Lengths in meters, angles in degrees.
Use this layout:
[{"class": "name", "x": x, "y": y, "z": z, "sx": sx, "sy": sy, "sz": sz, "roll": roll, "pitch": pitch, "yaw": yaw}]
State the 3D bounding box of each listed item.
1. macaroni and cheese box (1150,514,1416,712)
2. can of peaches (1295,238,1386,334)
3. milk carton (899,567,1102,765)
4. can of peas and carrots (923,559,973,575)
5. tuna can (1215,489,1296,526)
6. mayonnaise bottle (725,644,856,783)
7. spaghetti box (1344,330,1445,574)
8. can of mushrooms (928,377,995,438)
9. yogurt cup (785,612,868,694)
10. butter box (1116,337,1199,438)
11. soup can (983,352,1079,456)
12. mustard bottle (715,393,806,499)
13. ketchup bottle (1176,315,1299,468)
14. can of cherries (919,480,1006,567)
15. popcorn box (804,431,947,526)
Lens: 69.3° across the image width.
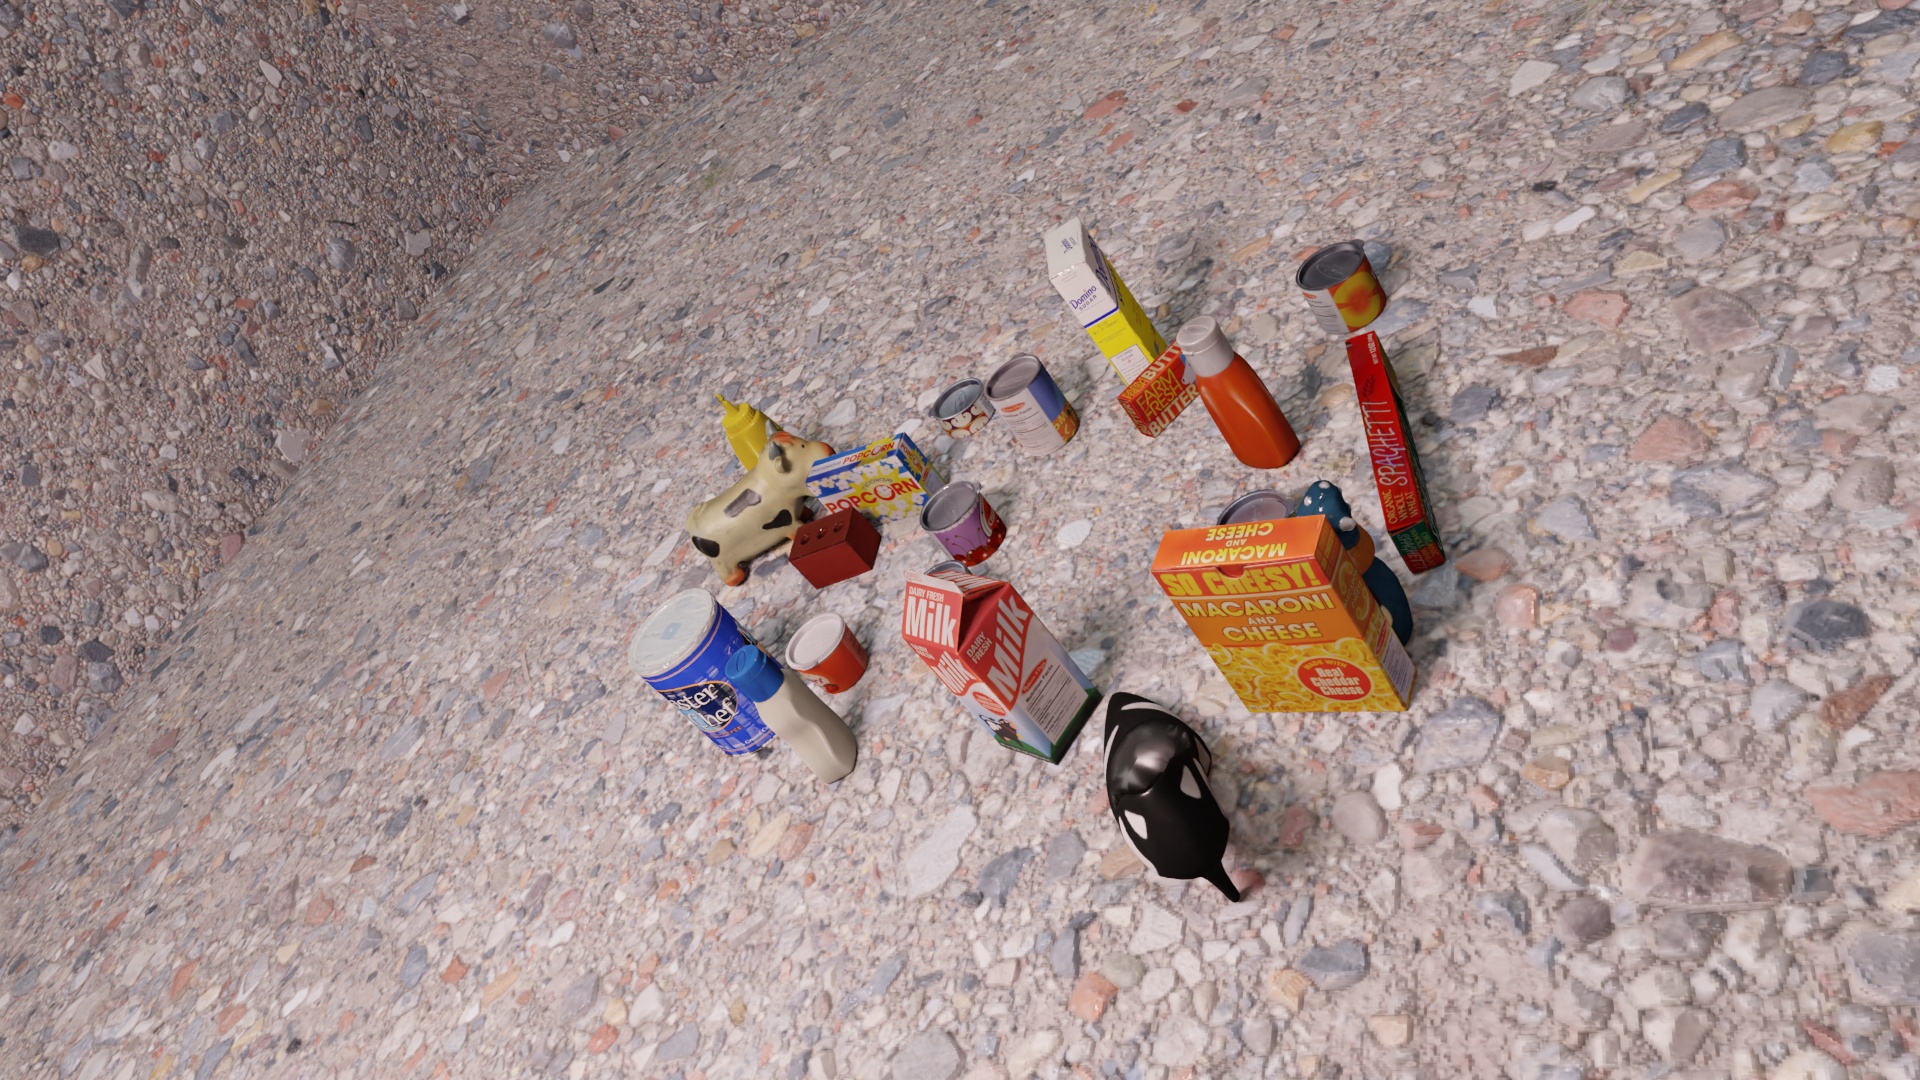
[{"class": "macaroni and cheese box", "x": 0.225, "y": 0.056, "z": 0.960, "sx": 0.123, "sy": 0.166, "sz": 0.040, "roll": -7, "pitch": 45, "yaw": 40}, {"class": "can of peaches", "x": 0.354, "y": -0.234, "z": 1.284, "sx": 0.071, "sy": 0.058, "sz": 0.071, "roll": -26, "pitch": 35, "yaw": 20}, {"class": "milk carton", "x": 0.024, "y": 0.088, "z": 1.095, "sx": 0.072, "sy": 0.190, "sz": 0.074, "roll": 11, "pitch": 57, "yaw": 50}, {"class": "can of peas and carrots", "x": -0.004, "y": 0.061, "z": 1.275, "sx": 0.071, "sy": 0.058, "sz": 0.071, "roll": -26, "pitch": 35, "yaw": 20}, {"class": "tuna can", "x": 0.248, "y": -0.008, "z": 1.138, "sx": 0.071, "sy": 0.032, "sz": 0.071, "roll": -26, "pitch": 35, "yaw": 20}, {"class": "mayonnaise bottle", "x": -0.149, "y": 0.150, "z": 1.226, "sx": 0.041, "sy": 0.147, "sz": 0.065, "roll": -30, "pitch": 34, "yaw": 15}, {"class": "spaghetti box", "x": 0.345, "y": -0.077, "z": 1.110, "sx": 0.028, "sy": 0.050, "sz": 0.251, "roll": -23, "pitch": 36, "yaw": 24}, {"class": "can of mushrooms", "x": 0.002, "y": -0.146, "z": 1.542, "sx": 0.071, "sy": 0.033, "sz": 0.071, "roll": -26, "pitch": 35, "yaw": 20}, {"class": "yogurt cup", "x": -0.126, "y": 0.111, "z": 1.338, "sx": 0.072, "sy": 0.053, "sz": 0.073, "roll": -26, "pitch": 35, "yaw": 20}, {"class": "butter box", "x": 0.203, "y": -0.152, "z": 1.336, "sx": 0.103, "sy": 0.053, "sz": 0.024, "roll": -44, "pitch": 33, "yaw": -8}, {"class": "soup can", "x": 0.074, "y": -0.139, "z": 1.418, "sx": 0.071, "sy": 0.083, "sz": 0.072, "roll": -26, "pitch": 35, "yaw": 20}, {"class": "mustard bottle", "x": -0.232, "y": -0.111, "z": 1.611, "sx": 0.048, "sy": 0.159, "sz": 0.065, "roll": -10, "pitch": 43, "yaw": 37}, {"class": "ketchup bottle", "x": 0.233, "y": -0.126, "z": 1.187, "sx": 0.044, "sy": 0.148, "sz": 0.065, "roll": -50, "pitch": 34, "yaw": -17}, {"class": "can of cherries", "x": 0.005, "y": -0.017, "z": 1.361, "sx": 0.071, "sy": 0.058, "sz": 0.072, "roll": -26, "pitch": 35, "yaw": 20}, {"class": "popcorn box", "x": -0.091, "y": -0.060, "z": 1.481, "sx": 0.126, "sy": 0.085, "sz": 0.038, "roll": -15, "pitch": 40, "yaw": 32}]
